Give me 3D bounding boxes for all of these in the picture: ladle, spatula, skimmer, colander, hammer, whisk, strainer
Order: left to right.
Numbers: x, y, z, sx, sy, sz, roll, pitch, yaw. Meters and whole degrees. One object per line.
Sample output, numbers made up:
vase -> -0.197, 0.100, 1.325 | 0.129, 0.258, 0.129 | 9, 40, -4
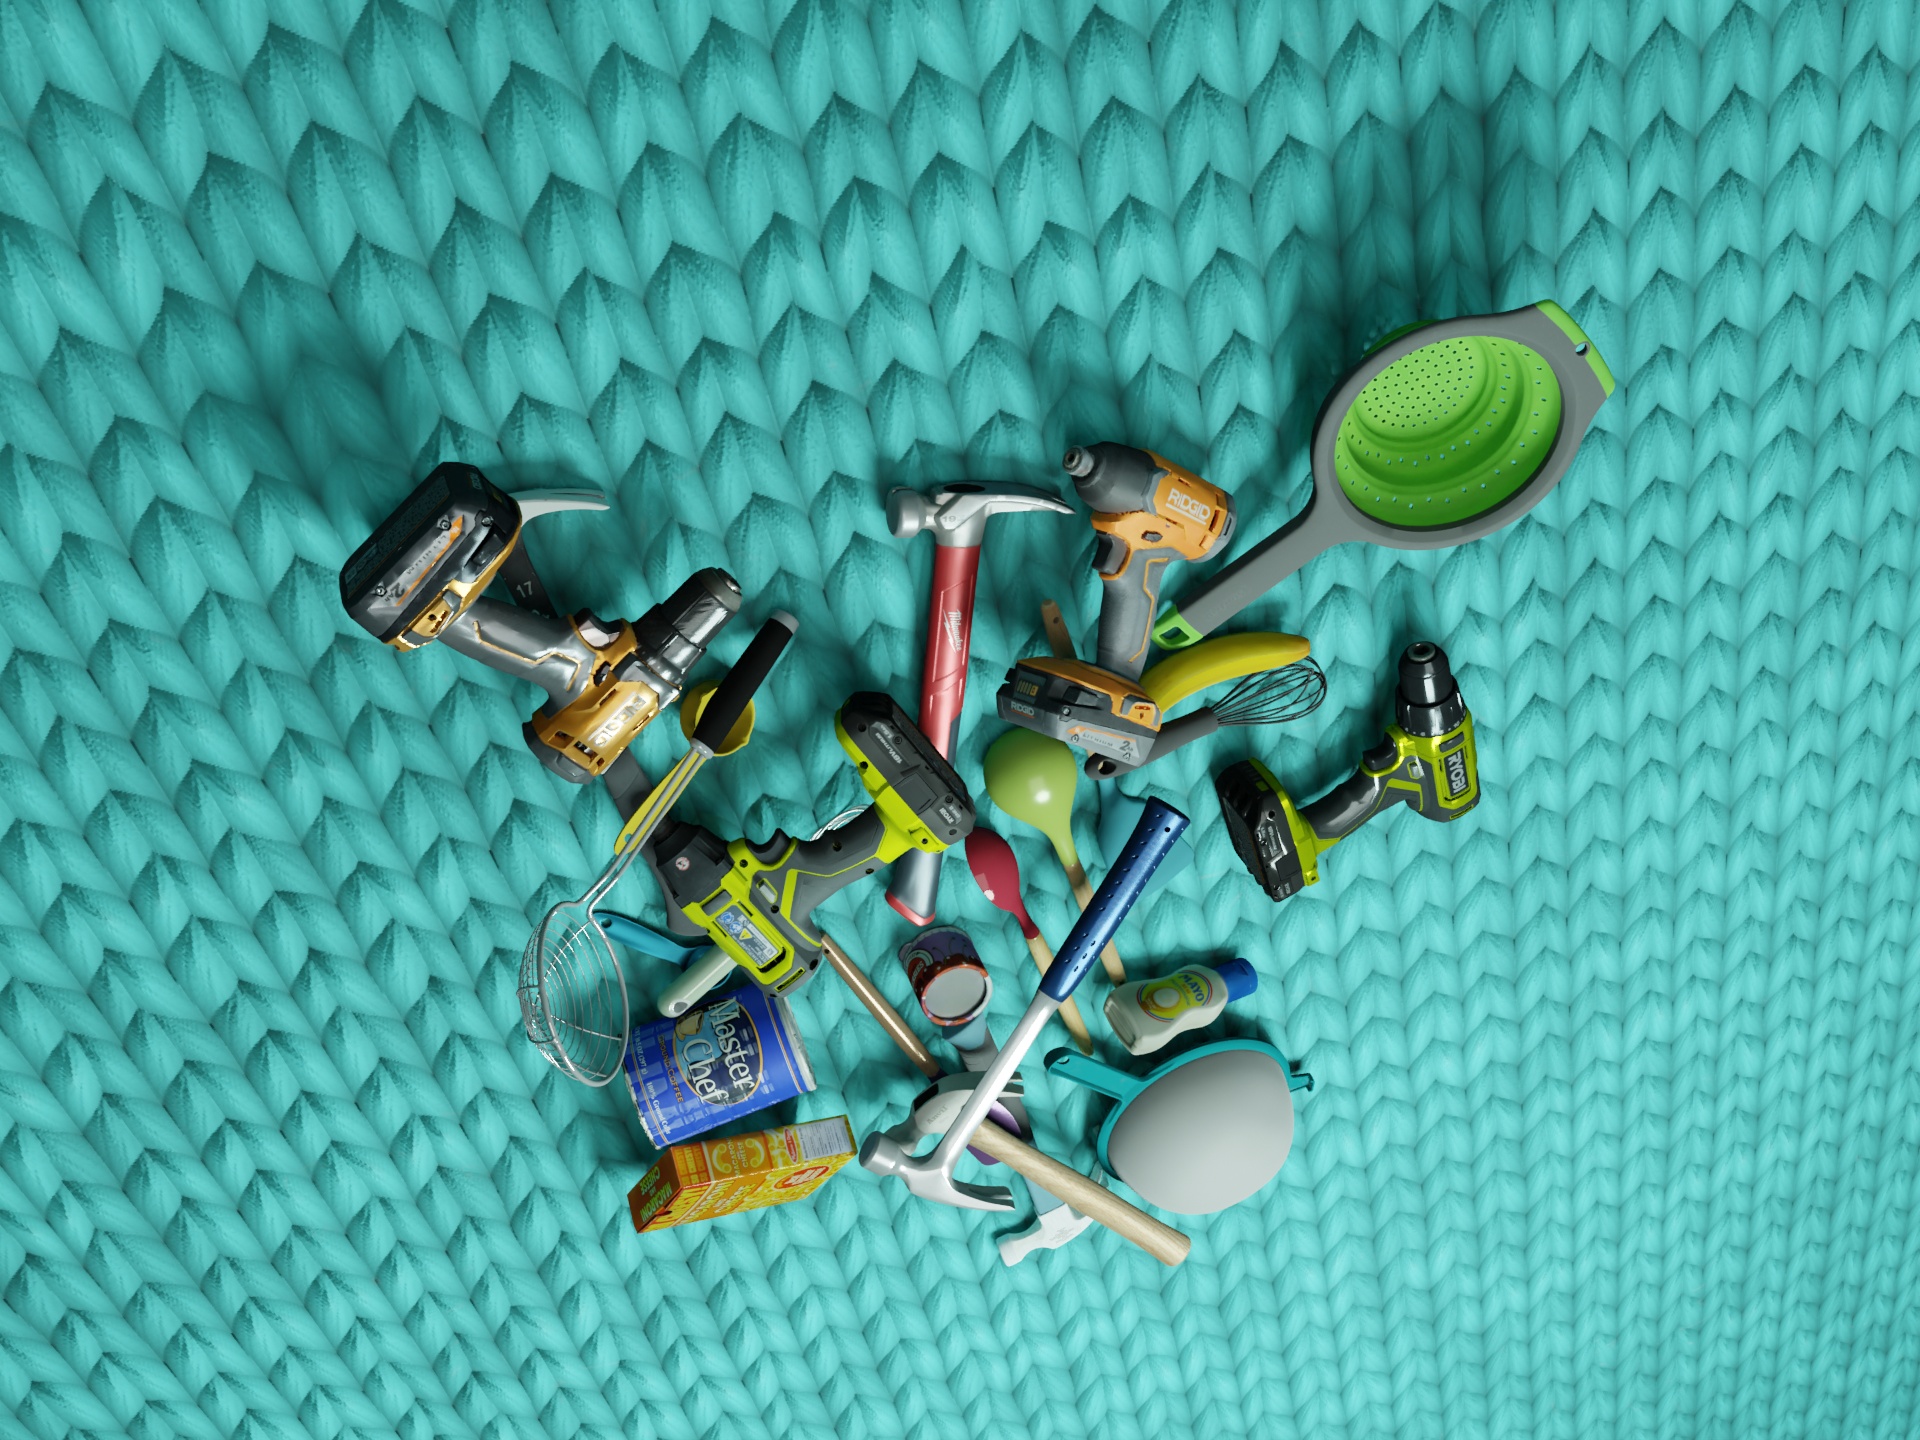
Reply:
hammer -> -0.265, 0.009, 1.195 | 0.149, 0.036, 0.408 | -24, 124, -6
skimmer -> -0.197, 0.081, 1.135 | 0.363, 0.090, 0.127 | -58, 151, -16
whisk -> -0.155, 0.157, 1.296 | 0.246, 0.059, 0.057 | -42, 134, 5
spatula -> -0.036, 0.297, 1.424 | 0.060, 0.018, 0.315 | -27, 118, 18
hammer -> -0.002, -0.004, 1.274 | 0.143, 0.038, 0.386 | -4, 119, -19
hammer -> 0.051, 0.393, 1.520 | 0.128, 0.033, 0.330 | -24, 123, -3
ladle -> 0.070, 0.206, 1.414 | 0.031, 0.069, 0.315 | -10, 131, 18
hammer -> 0.076, 0.246, 1.365 | 0.144, 0.035, 0.405 | 30, 99, -16
hammer -> 0.092, 0.424, 1.479 | 0.331, 0.031, 0.130 | 36, 110, -23
ladle -> 0.097, 0.131, 1.390 | 0.078, 0.062, 0.319 | -29, 130, -6
spatula -> 0.119, 0.025, 1.315 | 0.082, 0.044, 0.317 | -34, 131, -12
strainer -> 0.203, 0.387, 1.500 | 0.211, 0.095, 0.340 | -46, 133, 15
whisk -> 0.206, 0.002, 1.321 | 0.239, 0.055, 0.055 | -21, 124, -18
colander -> 0.303, -0.194, 1.251 | 0.397, 0.095, 0.204 | -36, 126, 25

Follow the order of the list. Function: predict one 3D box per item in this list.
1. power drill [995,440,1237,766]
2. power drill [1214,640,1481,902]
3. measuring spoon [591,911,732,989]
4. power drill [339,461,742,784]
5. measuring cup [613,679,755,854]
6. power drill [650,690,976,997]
power drill -> 0.109, -0.093, 1.192 | 0.164, 0.084, 0.226 | 19, 91, -41
power drill -> 0.344, 0.044, 1.390 | 0.228, 0.080, 0.190 | -28, 130, -4
measuring spoon -> -0.248, 0.183, 1.313 | 0.128, 0.021, 0.042 | 28, 97, -20
power drill -> -0.273, -0.077, 1.075 | 0.185, 0.084, 0.226 | -44, 128, 6
measuring cup -> -0.215, 0.034, 1.193 | 0.156, 0.029, 0.062 | -53, 134, -16
power drill -> -0.115, 0.087, 1.217 | 0.223, 0.080, 0.171 | -38, 105, 8
